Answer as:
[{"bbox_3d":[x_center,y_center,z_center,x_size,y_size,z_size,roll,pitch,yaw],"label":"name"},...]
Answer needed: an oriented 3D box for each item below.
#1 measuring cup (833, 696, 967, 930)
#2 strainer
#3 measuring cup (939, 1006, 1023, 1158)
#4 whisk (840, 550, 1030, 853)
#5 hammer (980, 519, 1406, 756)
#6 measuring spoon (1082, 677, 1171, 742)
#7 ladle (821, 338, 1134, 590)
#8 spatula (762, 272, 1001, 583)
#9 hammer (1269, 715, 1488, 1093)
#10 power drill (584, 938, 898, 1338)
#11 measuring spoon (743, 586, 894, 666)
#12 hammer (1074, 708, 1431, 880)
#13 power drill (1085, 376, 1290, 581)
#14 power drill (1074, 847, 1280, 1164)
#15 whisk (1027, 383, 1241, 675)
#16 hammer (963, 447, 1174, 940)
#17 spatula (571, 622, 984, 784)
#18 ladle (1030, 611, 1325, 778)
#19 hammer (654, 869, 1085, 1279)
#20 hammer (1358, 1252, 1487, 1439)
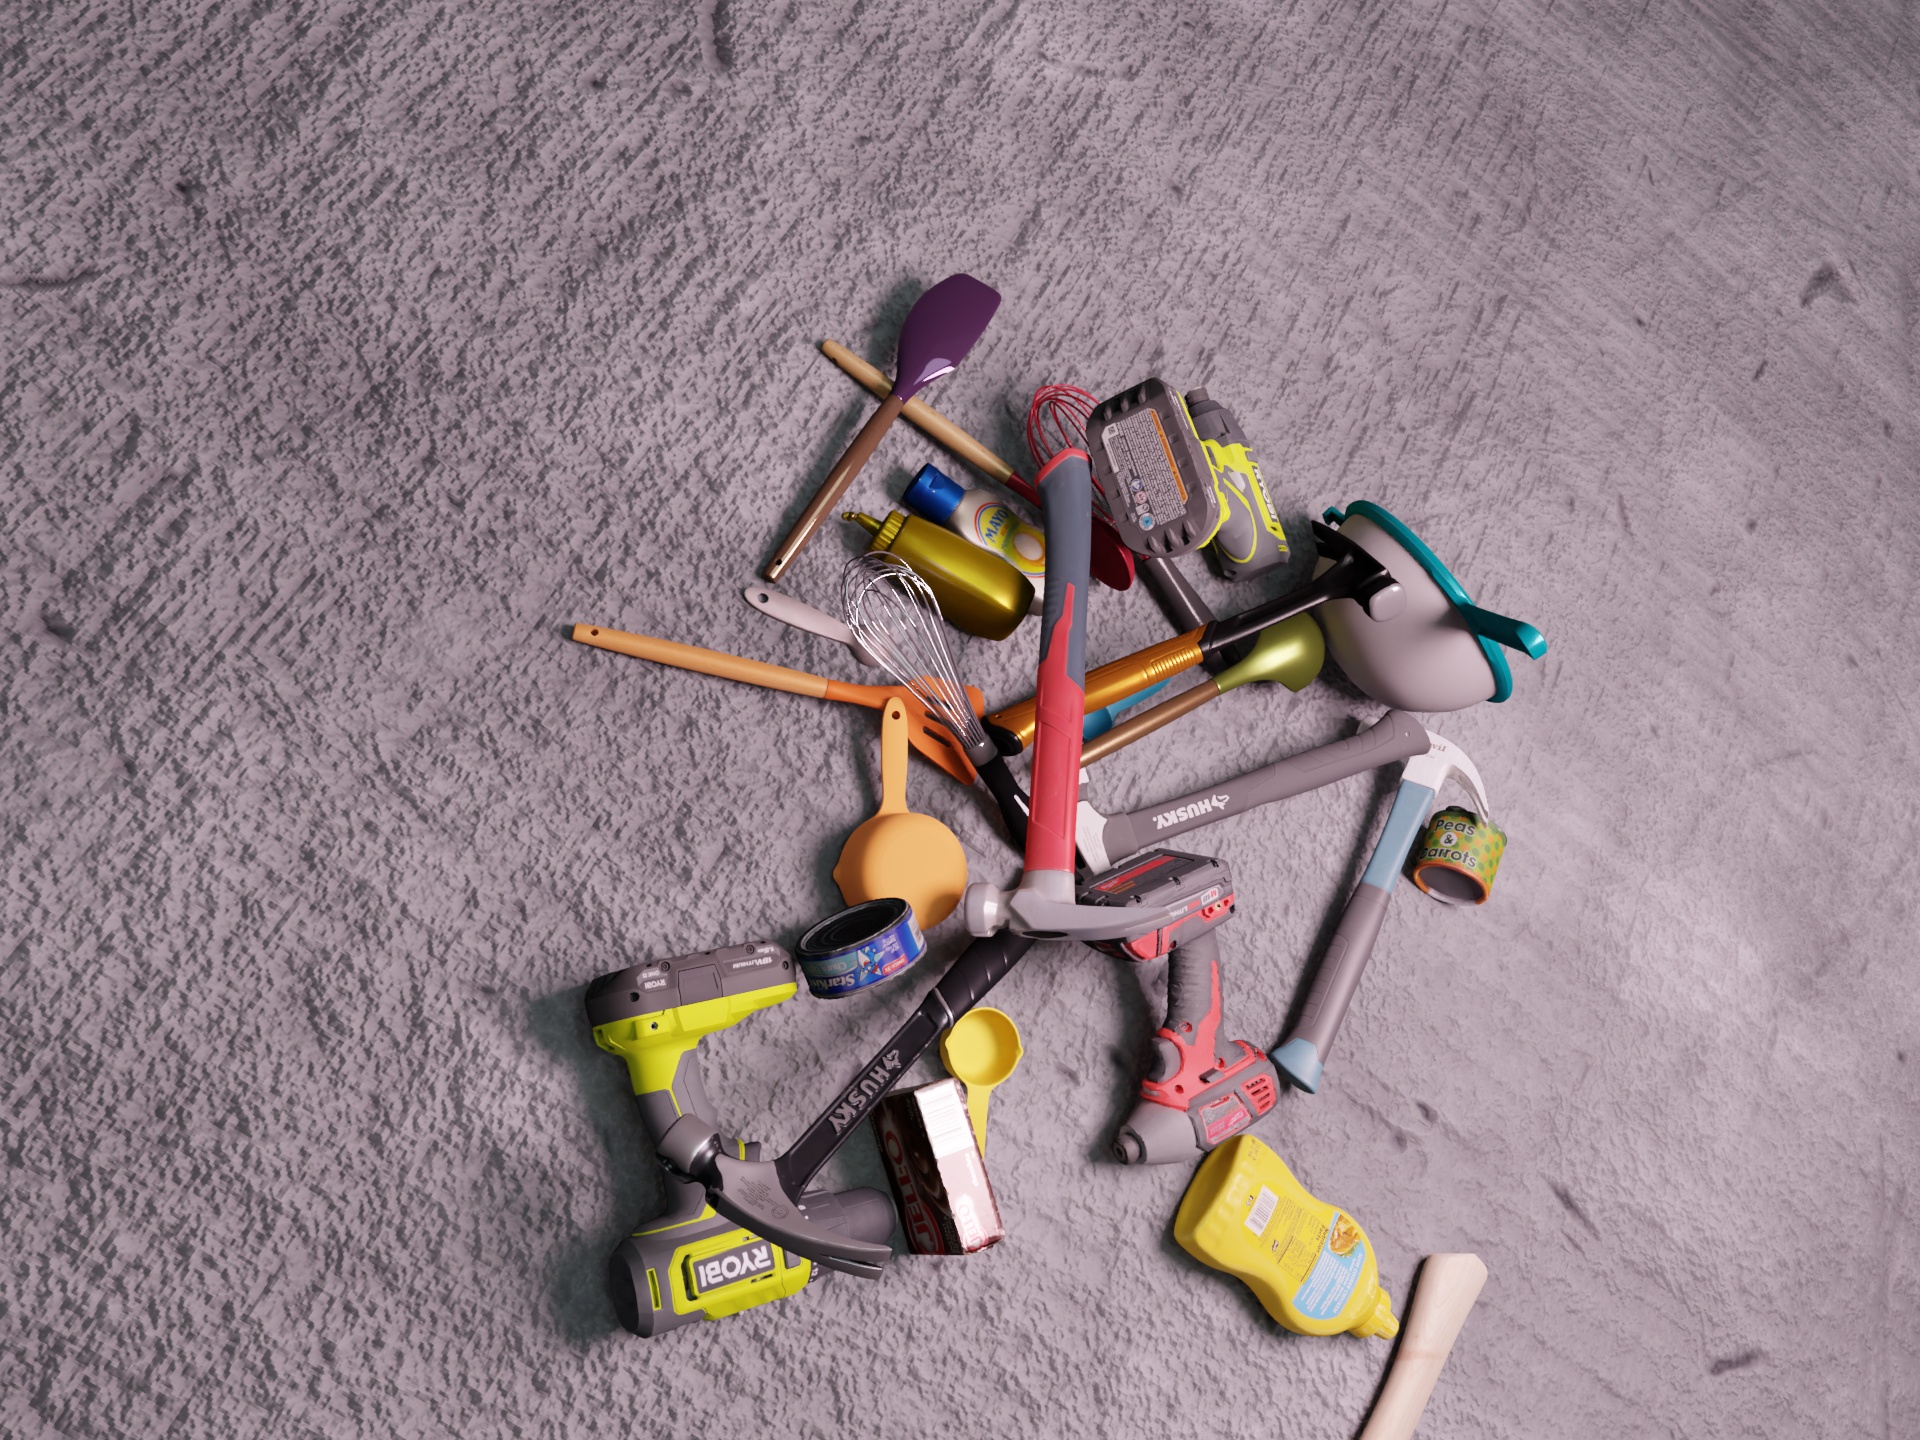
[{"bbox_3d":[-0.039,0.068,1.149,0.095,0.052,0.173,1,86,-23],"label":"measuring cup"},{"bbox_3d":[0.366,-0.065,1.286,0.095,0.340,0.211,-36,101,4],"label":"strainer"},{"bbox_3d":[0.005,0.284,1.142,0.062,0.029,0.156,12,81,-22],"label":"measuring cup"},{"bbox_3d":[-0.001,-0.004,1.179,0.070,0.070,0.284,-44,112,-29],"label":"whisk"},{"bbox_3d":[0.170,-0.058,1.247,0.337,0.127,0.034,-24,125,-5],"label":"hammer"},{"bbox_3d":[0.129,-0.015,1.300,0.128,0.021,0.042,-29,85,-39],"label":"measuring spoon"},{"bbox_3d":[0.018,-0.211,1.289,0.315,0.069,0.031,36,70,-4],"label":"ladle"},{"bbox_3d":[-0.066,-0.233,1.248,0.060,0.018,0.316,30,71,5],"label":"spatula"},{"bbox_3d":[0.335,0.151,1.310,0.128,0.033,0.331,19,67,24],"label":"hammer"},{"bbox_3d":[-0.146,0.266,1.042,0.190,0.080,0.228,-7,79,-32],"label":"power drill"},{"bbox_3d":[-0.105,-0.076,1.203,0.124,0.018,0.034,22,66,-17],"label":"measuring spoon"},{"bbox_3d":[0.239,0.061,1.286,0.334,0.035,0.146,-17,82,-19],"label":"hammer"},{"bbox_3d":[0.191,-0.203,1.305,0.223,0.080,0.171,-6,75,-61],"label":"power drill"},{"bbox_3d":[0.154,0.217,1.175,0.143,0.078,0.219,-20,103,-29],"label":"power drill"},{"bbox_3d":[0.149,-0.154,1.329,0.073,0.073,0.295,-41,100,-30],"label":"whisk"},{"bbox_3d":[0.089,-0.029,1.163,0.143,0.038,0.387,-2,65,15],"label":"hammer"},{"bbox_3d":[-0.126,-0.025,1.176,0.322,0.041,0.081,13,68,-17],"label":"spatula"},{"bbox_3d":[0.176,-0.014,1.276,0.320,0.062,0.078,-26,95,-29],"label":"ladle"},{"bbox_3d":[-0.018,0.206,1.067,0.149,0.036,0.409,32,38,15],"label":"hammer"},{"bbox_3d":[0.299,0.576,1.176,0.146,0.038,0.411,45,60,-8],"label":"hammer"}]
